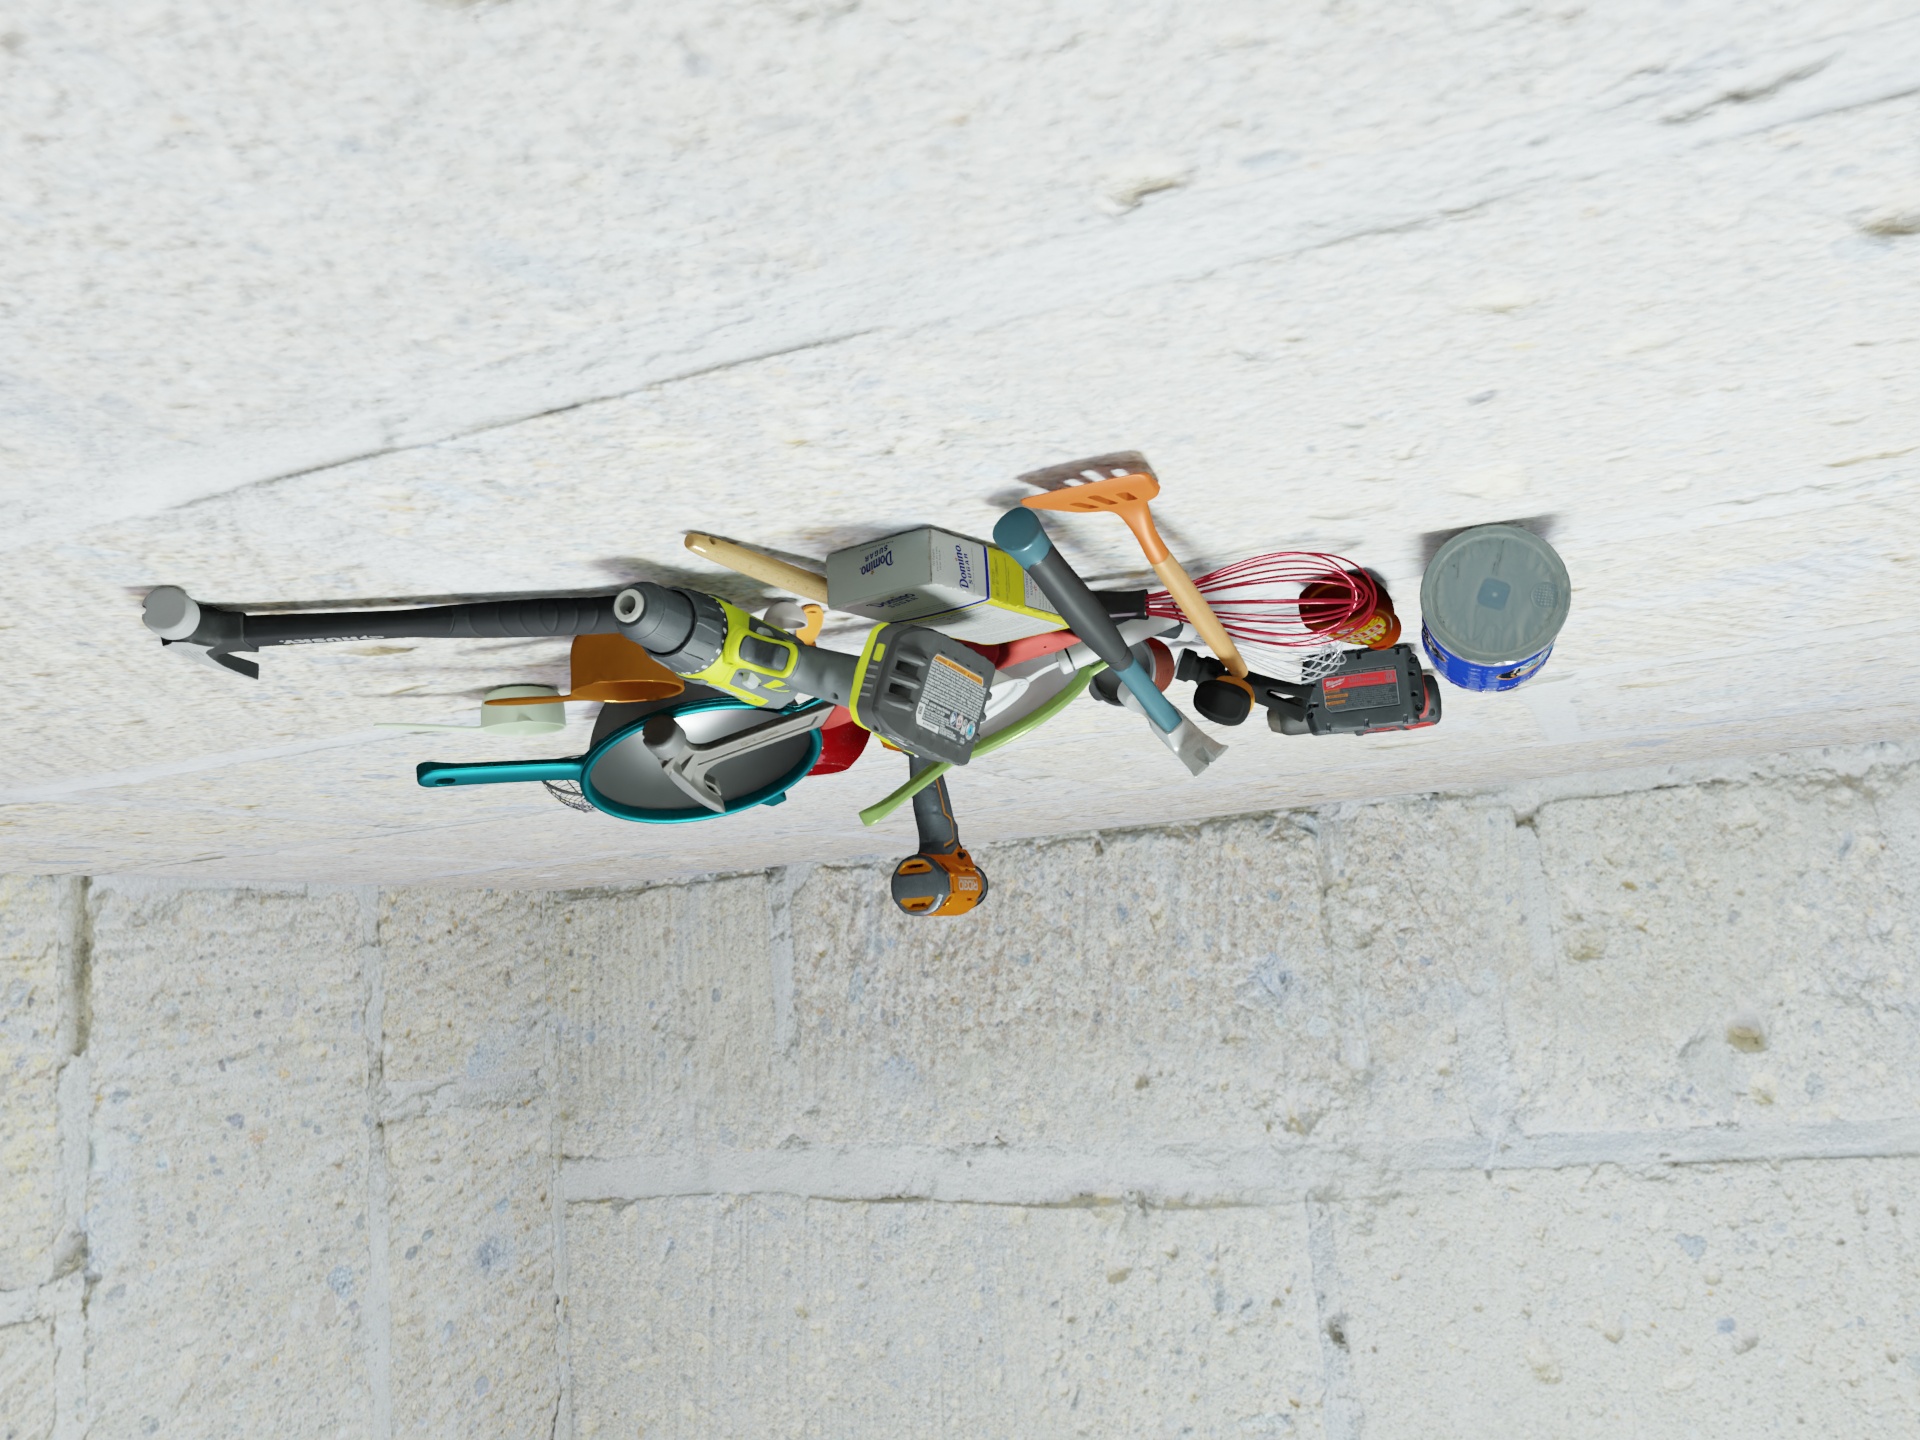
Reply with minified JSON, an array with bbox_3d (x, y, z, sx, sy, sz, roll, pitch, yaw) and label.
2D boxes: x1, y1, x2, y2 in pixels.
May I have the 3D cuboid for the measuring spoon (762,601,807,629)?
[{"bbox_3d":[-0.166,-0.079,1.232,0.124,0.018,0.034,-3,167,41],"label":"measuring spoon"}]

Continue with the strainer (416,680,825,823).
[{"bbox_3d":[-0.292,0.006,1.368,0.340,0.095,0.211,-3,151,-22],"label":"strainer"}]

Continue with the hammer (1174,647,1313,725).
[{"bbox_3d":[0.231,-0.022,1.316,0.127,0.034,0.337,19,-172,9],"label":"hammer"}]

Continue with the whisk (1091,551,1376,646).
[{"bbox_3d":[0.159,-0.087,1.191,0.296,0.073,0.073,-1,172,15],"label":"whisk"}]

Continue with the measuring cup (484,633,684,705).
[{"bbox_3d":[-0.302,-0.043,1.260,0.173,0.052,0.095,-5,171,17],"label":"measuring cup"}]

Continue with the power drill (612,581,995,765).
[{"bbox_3d":[-0.110,-0.040,1.094,0.229,0.080,0.190,14,174,27],"label":"power drill"}]

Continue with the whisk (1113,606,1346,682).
[{"bbox_3d":[0.209,-0.072,1.318,0.284,0.070,0.070,6,167,-30],"label":"whisk"}]

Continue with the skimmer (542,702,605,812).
[{"bbox_3d":[-0.376,0.019,1.675,0.127,0.090,0.363,2,159,-16],"label":"skimmer"}]

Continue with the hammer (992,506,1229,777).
[{"bbox_3d":[0.103,-0.052,1.109,0.033,0.128,0.330,-43,143,3],"label":"hammer"}]

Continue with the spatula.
[{"bbox_3d":[0.140,-0.092,1.064,0.081,0.041,0.322,-9,153,25],"label":"spatula"}]

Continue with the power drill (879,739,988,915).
[{"bbox_3d":[-0.018,0.091,1.661,0.084,0.226,0.164,-8,170,23],"label":"power drill"}]

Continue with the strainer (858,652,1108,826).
[{"bbox_3d":[-0.002,-0.004,1.349,0.256,0.069,0.151,-37,-167,-31],"label":"strainer"}]

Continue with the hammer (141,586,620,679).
[{"bbox_3d":[-0.377,-0.067,1.123,0.334,0.035,0.146,-3,170,-8],"label":"hammer"}]

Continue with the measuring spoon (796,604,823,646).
[{"bbox_3d":[-0.122,-0.077,1.273,0.021,0.011,0.117,-3,167,-9],"label":"measuring spoon"}]

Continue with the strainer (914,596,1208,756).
[{"bbox_3d":[0.074,-0.045,1.242,0.258,0.050,0.086,-23,167,3],"label":"strainer"}]

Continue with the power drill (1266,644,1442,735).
[{"bbox_3d":[0.408,-0.019,1.679,0.188,0.080,0.226,-7,173,18],"label":"power drill"}]

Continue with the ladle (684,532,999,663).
[{"bbox_3d":[-0.077,-0.085,1.126,0.031,0.069,0.315,-38,149,25],"label":"ladle"}]

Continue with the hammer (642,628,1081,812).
[{"bbox_3d":[-0.070,-0.015,1.304,0.359,0.037,0.149,-19,153,7],"label":"hammer"}]

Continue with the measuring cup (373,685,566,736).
[{"bbox_3d":[-0.443,-0.009,1.442,0.167,0.038,0.083,0,170,-17],"label":"measuring cup"}]
